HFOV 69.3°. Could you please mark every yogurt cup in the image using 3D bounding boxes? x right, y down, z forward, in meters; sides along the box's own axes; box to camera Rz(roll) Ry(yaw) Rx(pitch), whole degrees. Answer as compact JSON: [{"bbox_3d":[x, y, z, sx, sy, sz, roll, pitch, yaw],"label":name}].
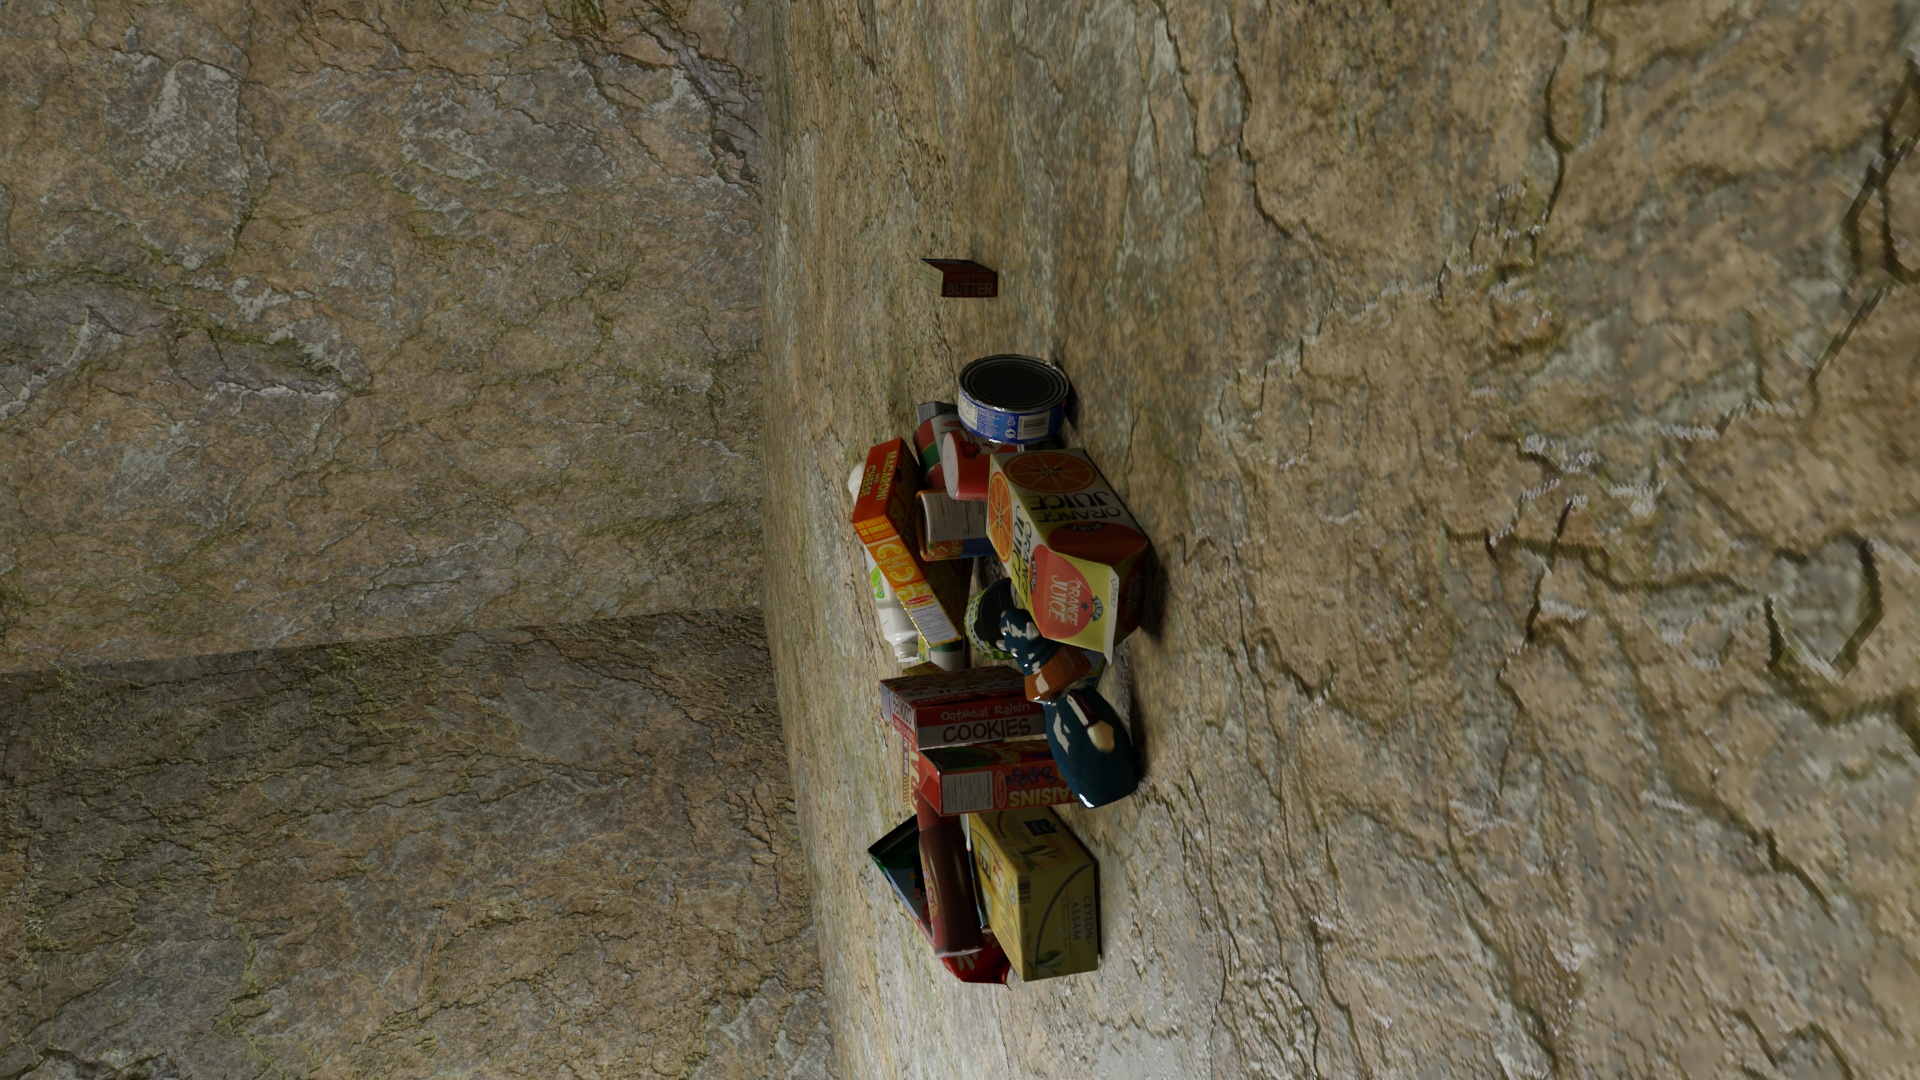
[{"bbox_3d":[0.017,-0.062,1.114,0.072,0.054,0.072,176,88,-77],"label":"yogurt cup"}]

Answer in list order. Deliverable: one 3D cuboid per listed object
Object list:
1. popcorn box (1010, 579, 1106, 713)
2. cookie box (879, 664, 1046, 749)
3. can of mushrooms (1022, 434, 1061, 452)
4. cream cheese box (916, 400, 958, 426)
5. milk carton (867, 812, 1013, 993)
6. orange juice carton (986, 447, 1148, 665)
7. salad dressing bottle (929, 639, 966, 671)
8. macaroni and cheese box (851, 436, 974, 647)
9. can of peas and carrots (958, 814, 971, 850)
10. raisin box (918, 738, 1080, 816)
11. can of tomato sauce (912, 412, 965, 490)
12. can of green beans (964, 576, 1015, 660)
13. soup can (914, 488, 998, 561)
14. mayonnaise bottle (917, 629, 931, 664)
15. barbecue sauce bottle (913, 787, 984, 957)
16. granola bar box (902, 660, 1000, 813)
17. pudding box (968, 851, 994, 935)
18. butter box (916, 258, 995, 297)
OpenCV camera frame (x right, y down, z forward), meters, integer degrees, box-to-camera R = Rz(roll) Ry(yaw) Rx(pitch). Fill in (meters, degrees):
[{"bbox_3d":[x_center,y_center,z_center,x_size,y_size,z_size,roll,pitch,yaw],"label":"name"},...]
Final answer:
[{"bbox_3d":[0.076,0.059,1.092,0.084,0.038,0.127,103,159,-49],"label":"popcorn box"},{"bbox_3d":[0.003,0.147,1.250,0.167,0.123,0.040,-168,73,-77],"label":"cookie box"},{"bbox_3d":[0.060,-0.057,1.132,0.071,0.033,0.071,176,88,-77],"label":"can of mushrooms"},{"bbox_3d":[-0.018,-0.089,1.420,0.053,0.024,0.104,3,-100,-63],"label":"cream cheese box"},{"bbox_3d":[-0.008,0.373,1.403,0.190,0.073,0.072,57,166,-2],"label":"milk carton"},{"bbox_3d":[0.078,0.008,0.986,0.193,0.073,0.071,-117,26,-57],"label":"orange juice carton"},{"bbox_3d":[-0.013,0.152,1.498,0.064,0.044,0.147,-157,63,-71],"label":"salad dressing bottle"},{"bbox_3d":[-0.042,0.001,1.345,0.124,0.040,0.165,-81,-32,-51],"label":"macaroni and cheese box"},{"bbox_3d":[0.027,0.260,1.327,0.071,0.059,0.071,177,88,-77],"label":"can of peas and carrots"},{"bbox_3d":[0.034,0.192,1.129,0.086,0.123,0.040,-172,79,-76],"label":"raisin box"},{"bbox_3d":[-0.006,-0.070,1.340,0.070,0.071,0.083,103,157,-53],"label":"can of tomato sauce"},{"bbox_3d":[0.040,0.068,1.185,0.057,0.071,0.071,138,126,-74],"label":"can of green beans"},{"bbox_3d":[0.005,-0.016,1.273,0.071,0.084,0.071,177,88,-77],"label":"soup can"},{"bbox_3d":[-0.026,0.124,1.551,0.065,0.041,0.147,-139,47,-69],"label":"mayonnaise bottle"},{"bbox_3d":[-0.012,0.294,1.244,0.064,0.044,0.149,107,155,-68],"label":"barbecue sauce bottle"},{"bbox_3d":[-0.012,0.224,1.433,0.124,0.039,0.164,28,125,48],"label":"granola bar box"},{"bbox_3d":[0.034,0.336,1.345,0.030,0.050,0.084,102,159,-55],"label":"pudding box"},{"bbox_3d":[-0.004,-0.246,1.301,0.104,0.053,0.024,-129,39,-67],"label":"butter box"}]
